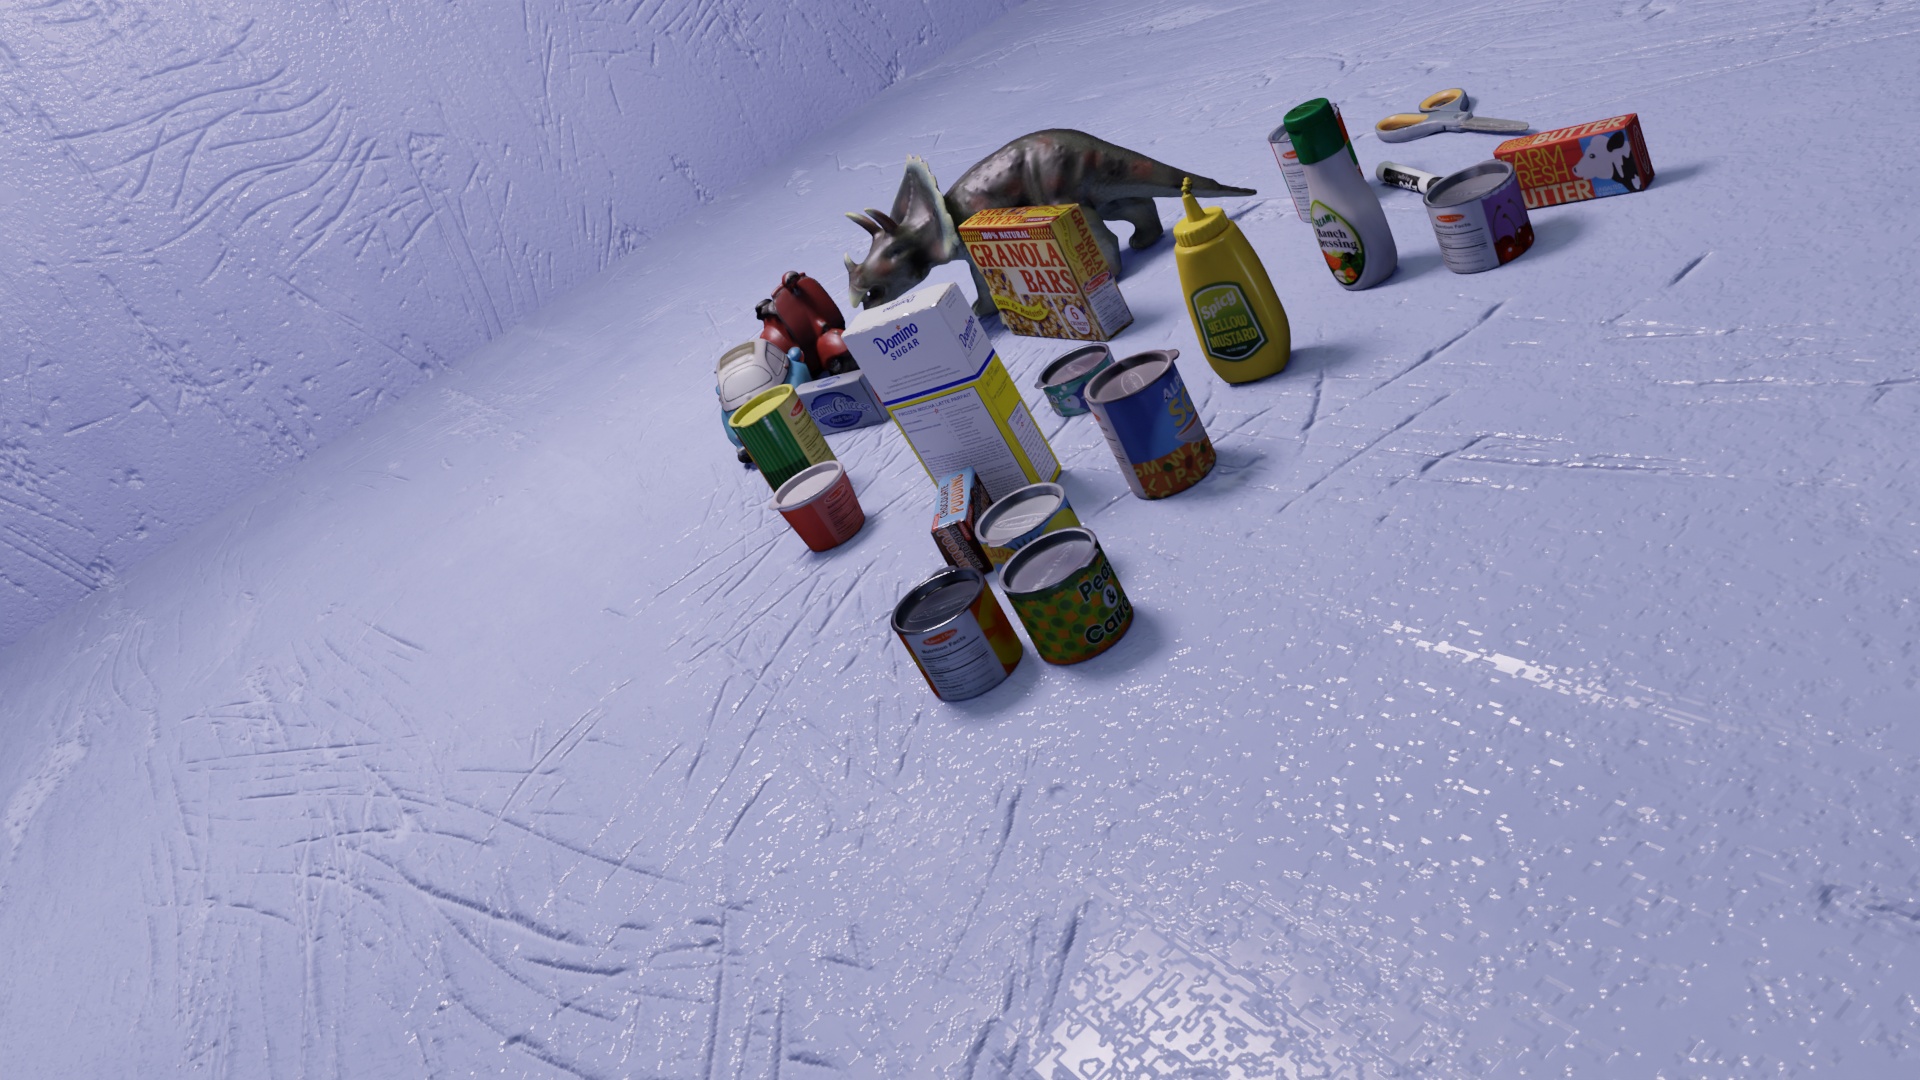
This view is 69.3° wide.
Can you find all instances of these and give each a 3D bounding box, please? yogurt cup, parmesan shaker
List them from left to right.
[{"bbox_3d":[-0.155,-0.079,1.253,0.071,0.102,0.071,-24,25,12],"label":"parmesan shaker"},{"bbox_3d":[-0.117,-0.027,1.172,0.072,0.053,0.073,-24,25,12],"label":"yogurt cup"}]

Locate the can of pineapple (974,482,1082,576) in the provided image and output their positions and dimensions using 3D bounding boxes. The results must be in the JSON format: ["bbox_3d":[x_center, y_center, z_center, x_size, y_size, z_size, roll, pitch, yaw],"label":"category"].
[{"bbox_3d":[0.050,0.004,0.927,0.071,0.057,0.071,-24,25,12],"label":"can of pineapple"}]

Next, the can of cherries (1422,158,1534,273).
[{"bbox_3d":[0.387,-0.241,1.031,0.071,0.058,0.072,-24,25,12],"label":"can of cherries"}]

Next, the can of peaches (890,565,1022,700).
[{"bbox_3d":[-0.001,0.058,0.879,0.071,0.058,0.071,-24,25,12],"label":"can of peaches"}]

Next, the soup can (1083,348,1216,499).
[{"bbox_3d":[0.135,-0.082,0.967,0.071,0.083,0.072,-24,25,12],"label":"soup can"}]

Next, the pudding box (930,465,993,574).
[{"bbox_3d":[0.004,-0.013,1.019,0.030,0.049,0.084,-22,25,17],"label":"pudding box"}]

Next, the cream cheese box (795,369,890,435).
[{"bbox_3d":[-0.119,-0.137,1.385,0.103,0.053,0.024,-7,33,40],"label":"cream cheese box"}]

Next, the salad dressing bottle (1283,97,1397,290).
[{"bbox_3d":[0.293,-0.268,1.076,0.044,0.147,0.064,-36,25,-13],"label":"salad dressing bottle"}]

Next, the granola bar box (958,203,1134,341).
[{"bbox_3d":[0.077,-0.251,1.307,0.039,0.124,0.165,-38,26,-18],"label":"granola bar box"}]

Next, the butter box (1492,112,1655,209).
[{"bbox_3d":[0.457,-0.281,1.038,0.103,0.053,0.024,2,39,49],"label":"butter box"}]

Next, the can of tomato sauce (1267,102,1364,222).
[{"bbox_3d":[0.326,-0.342,1.259,0.071,0.083,0.071,-24,25,12],"label":"can of tomato sauce"}]

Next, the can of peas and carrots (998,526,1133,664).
[{"bbox_3d":[0.067,0.034,0.851,0.071,0.058,0.071,-24,25,12],"label":"can of peas and carrots"}]

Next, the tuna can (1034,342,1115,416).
[{"bbox_3d":[0.099,-0.134,1.168,0.071,0.032,0.071,-24,25,12],"label":"tuna can"}]

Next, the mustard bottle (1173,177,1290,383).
[{"bbox_3d":[0.193,-0.194,1.028,0.065,0.159,0.049,-13,29,33],"label":"mustard bottle"}]
